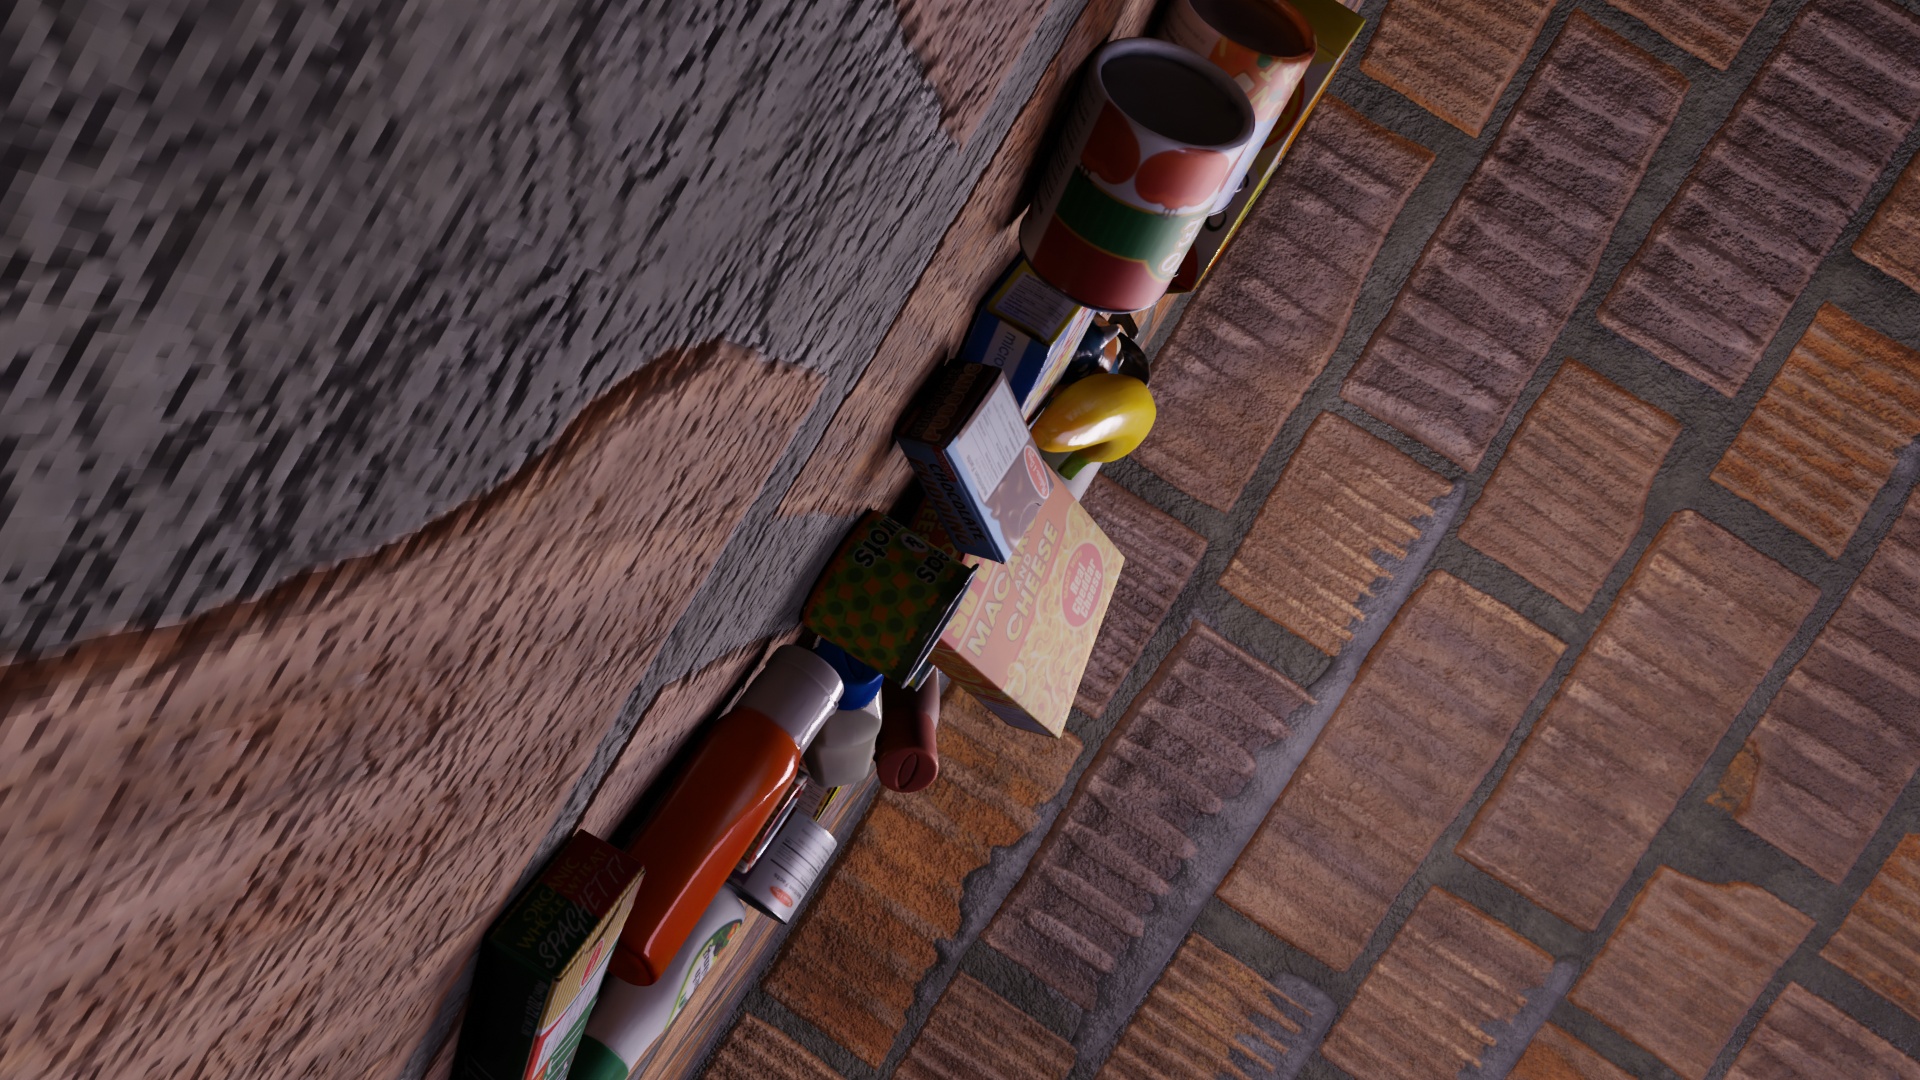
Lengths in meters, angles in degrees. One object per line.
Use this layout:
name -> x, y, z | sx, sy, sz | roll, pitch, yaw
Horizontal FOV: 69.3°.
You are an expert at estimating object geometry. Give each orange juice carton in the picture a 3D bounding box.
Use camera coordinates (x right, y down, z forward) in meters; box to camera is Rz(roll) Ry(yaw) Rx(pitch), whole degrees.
orange juice carton -> 0.132, -0.208, 0.758 | 0.072, 0.073, 0.191 | -53, 174, -47

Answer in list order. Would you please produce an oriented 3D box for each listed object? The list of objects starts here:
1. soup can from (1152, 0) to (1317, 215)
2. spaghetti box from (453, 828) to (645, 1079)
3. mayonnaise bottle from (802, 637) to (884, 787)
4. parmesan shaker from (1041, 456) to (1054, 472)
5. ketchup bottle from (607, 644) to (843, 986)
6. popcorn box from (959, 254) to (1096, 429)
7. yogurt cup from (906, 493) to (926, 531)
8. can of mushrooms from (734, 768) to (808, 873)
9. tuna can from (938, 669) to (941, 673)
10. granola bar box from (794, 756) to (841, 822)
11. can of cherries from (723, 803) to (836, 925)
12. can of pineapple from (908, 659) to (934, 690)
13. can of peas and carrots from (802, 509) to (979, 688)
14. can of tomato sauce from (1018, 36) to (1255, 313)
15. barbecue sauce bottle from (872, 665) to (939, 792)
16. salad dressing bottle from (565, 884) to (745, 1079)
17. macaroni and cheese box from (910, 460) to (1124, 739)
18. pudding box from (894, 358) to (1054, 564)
soup can -> 0.111, -0.197, 0.614 | 0.072, 0.071, 0.083 | -54, 174, -42
spaghetti box -> -0.168, 0.195, 0.534 | 0.050, 0.029, 0.248 | -53, 174, -46
mayonnaise bottle -> -0.064, 0.086, 0.750 | 0.147, 0.041, 0.065 | 111, -32, -63
parmesan shaker -> 0.019, -0.014, 0.937 | 0.072, 0.071, 0.102 | -54, 174, -37
ketchup bottle -> -0.102, 0.110, 0.580 | 0.149, 0.043, 0.064 | -55, 176, -32
popcorn box -> 0.028, -0.087, 0.669 | 0.085, 0.038, 0.126 | -55, 175, -37
yogurt cup -> 0.003, -0.011, 0.842 | 0.072, 0.054, 0.072 | -56, 176, -6
can of mushrooms -> -0.117, 0.152, 0.784 | 0.071, 0.033, 0.071 | -56, 176, -6
tuna can -> -0.019, 0.061, 1.013 | 0.071, 0.071, 0.032 | -55, 177, -28
granola bar box -> -0.075, 0.131, 1.083 | 0.123, 0.039, 0.166 | -60, 175, 27
can of cherries -> -0.119, 0.190, 0.845 | 0.058, 0.071, 0.071 | -57, 176, -20
can of pineapple -> -0.032, 0.045, 0.816 | 0.071, 0.058, 0.071 | -58, 176, -6
can of peas and carrots -> -0.033, 0.025, 0.658 | 0.071, 0.059, 0.071 | -58, 176, -7
can of tomato sauce -> 0.069, -0.140, 0.538 | 0.071, 0.071, 0.082 | -54, 174, -39
barbecue sauce bottle -> -0.036, 0.094, 0.866 | 0.149, 0.044, 0.064 | -97, -154, -59
salad dressing bottle -> -0.177, 0.254, 0.769 | 0.148, 0.044, 0.064 | -54, 173, -42
macaroni and cheese box -> 0.030, 0.025, 0.785 | 0.166, 0.040, 0.124 | 45, 61, -51
pudding box -> 0.008, -0.034, 0.619 | 0.050, 0.030, 0.083 | -57, 142, -24
